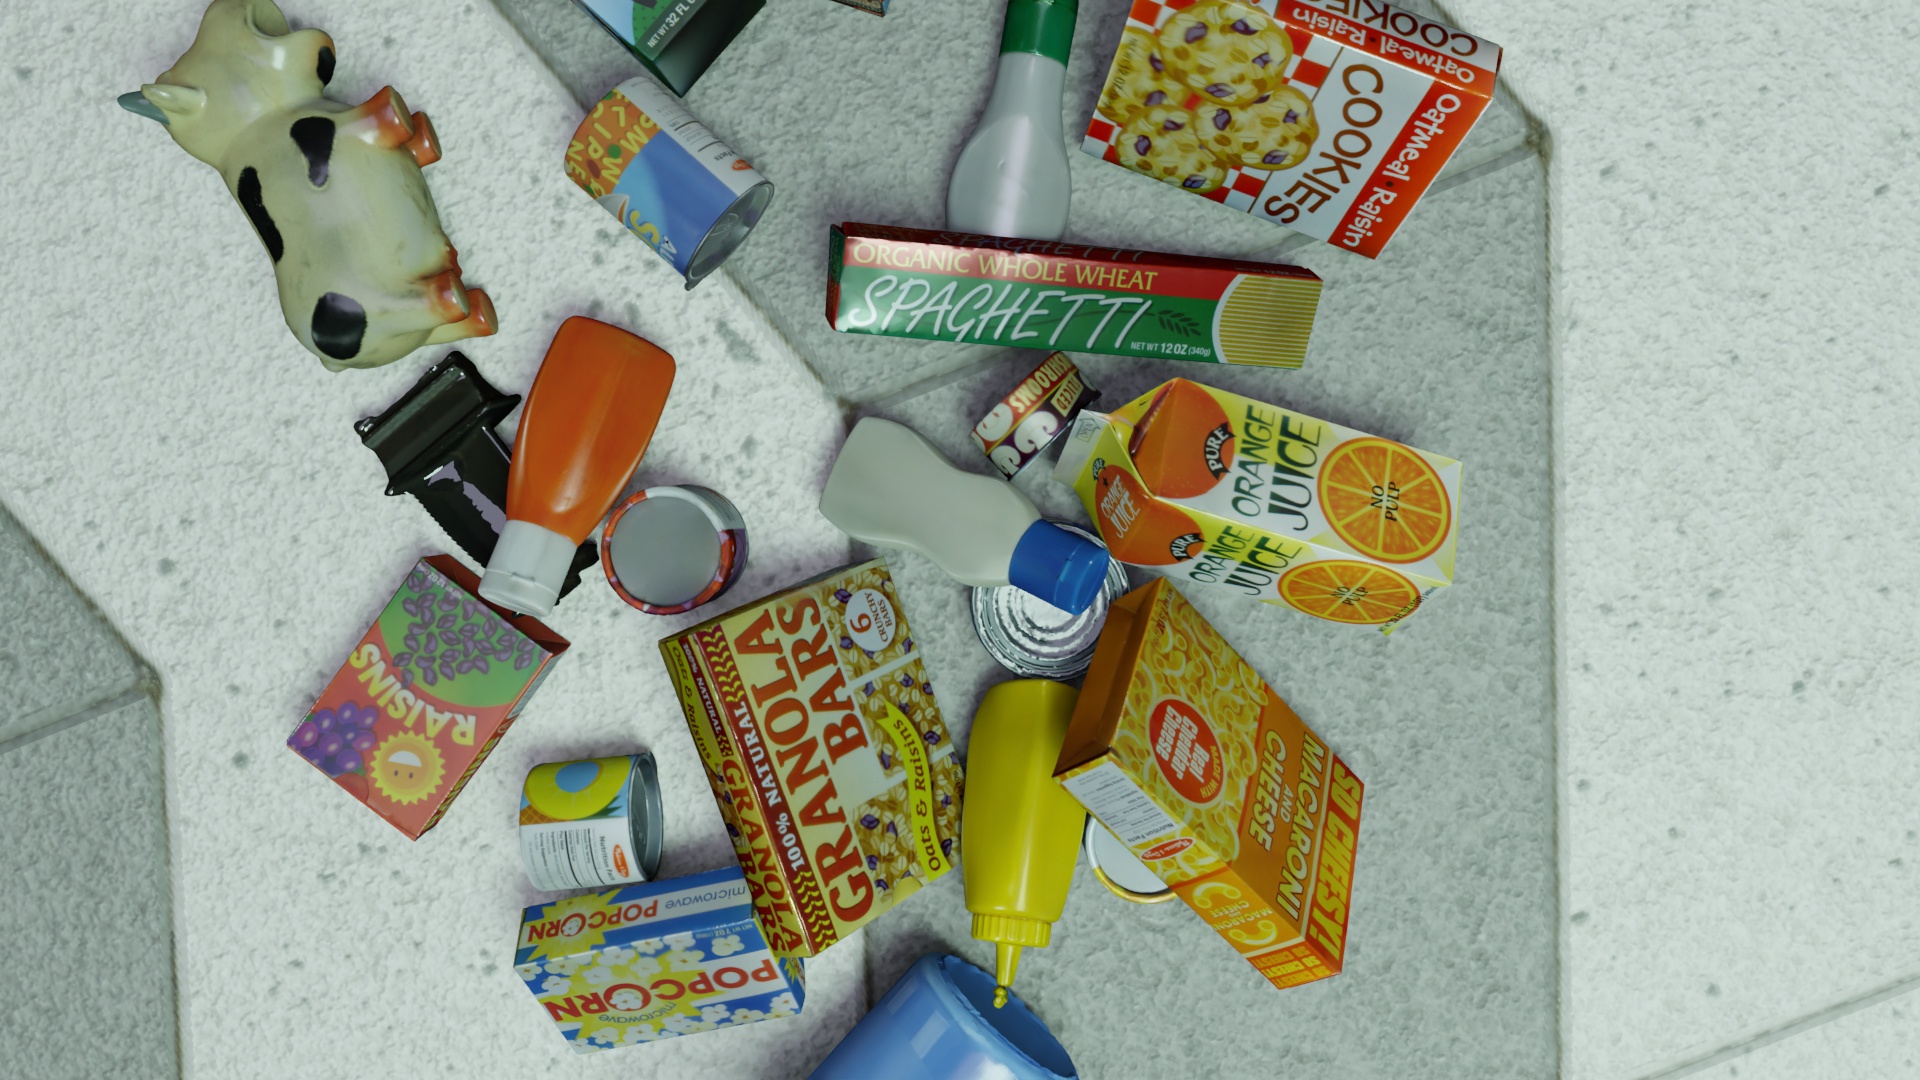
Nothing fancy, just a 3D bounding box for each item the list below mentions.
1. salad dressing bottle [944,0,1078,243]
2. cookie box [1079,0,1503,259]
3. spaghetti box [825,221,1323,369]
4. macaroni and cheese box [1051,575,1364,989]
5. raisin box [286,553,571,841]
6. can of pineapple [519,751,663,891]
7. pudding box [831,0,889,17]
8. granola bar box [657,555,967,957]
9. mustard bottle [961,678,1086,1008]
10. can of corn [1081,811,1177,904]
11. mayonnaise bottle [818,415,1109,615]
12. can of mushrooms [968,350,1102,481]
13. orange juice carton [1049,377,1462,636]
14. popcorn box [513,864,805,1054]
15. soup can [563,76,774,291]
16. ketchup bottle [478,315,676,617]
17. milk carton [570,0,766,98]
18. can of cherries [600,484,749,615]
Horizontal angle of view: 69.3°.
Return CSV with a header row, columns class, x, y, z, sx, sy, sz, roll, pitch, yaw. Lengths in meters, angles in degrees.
class,x,y,z,sx,sy,sz,roll,pitch,yaw
salad dressing bottle,0.031,-0.210,0.717,0.064,0.044,0.147,11,92,0
cookie box,0.155,-0.214,0.677,0.167,0.122,0.040,20,64,-1
spaghetti box,0.058,-0.121,0.695,0.250,0.029,0.050,3,115,-13
macaroni and cheese box,0.127,0.117,0.678,0.166,0.124,0.040,45,130,-16
raisin box,-0.279,0.081,0.731,0.086,0.040,0.123,37,93,-3
can of pineapple,-0.190,0.145,0.722,0.058,0.071,0.071,-5,93,1
pudding box,-0.050,-0.321,0.718,0.050,0.030,0.083,16,92,0
granola bar box,-0.065,0.104,0.697,0.125,0.039,0.165,-23,94,-42
mustard bottle,0.030,0.152,0.701,0.049,0.065,0.160,21,69,-34
can of corn,0.097,0.150,0.725,0.071,0.058,0.071,0,93,0
mayonnaise bottle,0.002,-0.009,0.700,0.148,0.041,0.064,26,90,22
can of mushrooms,0.039,-0.065,0.709,0.071,0.071,0.033,-43,91,2
orange juice carton,0.144,-0.021,0.696,0.193,0.071,0.073,16,63,-3
popcorn box,-0.152,0.216,0.715,0.127,0.038,0.084,-12,129,4
soup can,-0.150,-0.181,0.706,0.084,0.071,0.071,40,92,-1
ketchup bottle,-0.197,-0.036,0.698,0.065,0.043,0.149,22,71,-15
milk carton,-0.195,-0.319,0.696,0.190,0.073,0.072,42,92,-2
can of cherries,-0.147,0.007,0.718,0.071,0.058,0.071,0,92,0
